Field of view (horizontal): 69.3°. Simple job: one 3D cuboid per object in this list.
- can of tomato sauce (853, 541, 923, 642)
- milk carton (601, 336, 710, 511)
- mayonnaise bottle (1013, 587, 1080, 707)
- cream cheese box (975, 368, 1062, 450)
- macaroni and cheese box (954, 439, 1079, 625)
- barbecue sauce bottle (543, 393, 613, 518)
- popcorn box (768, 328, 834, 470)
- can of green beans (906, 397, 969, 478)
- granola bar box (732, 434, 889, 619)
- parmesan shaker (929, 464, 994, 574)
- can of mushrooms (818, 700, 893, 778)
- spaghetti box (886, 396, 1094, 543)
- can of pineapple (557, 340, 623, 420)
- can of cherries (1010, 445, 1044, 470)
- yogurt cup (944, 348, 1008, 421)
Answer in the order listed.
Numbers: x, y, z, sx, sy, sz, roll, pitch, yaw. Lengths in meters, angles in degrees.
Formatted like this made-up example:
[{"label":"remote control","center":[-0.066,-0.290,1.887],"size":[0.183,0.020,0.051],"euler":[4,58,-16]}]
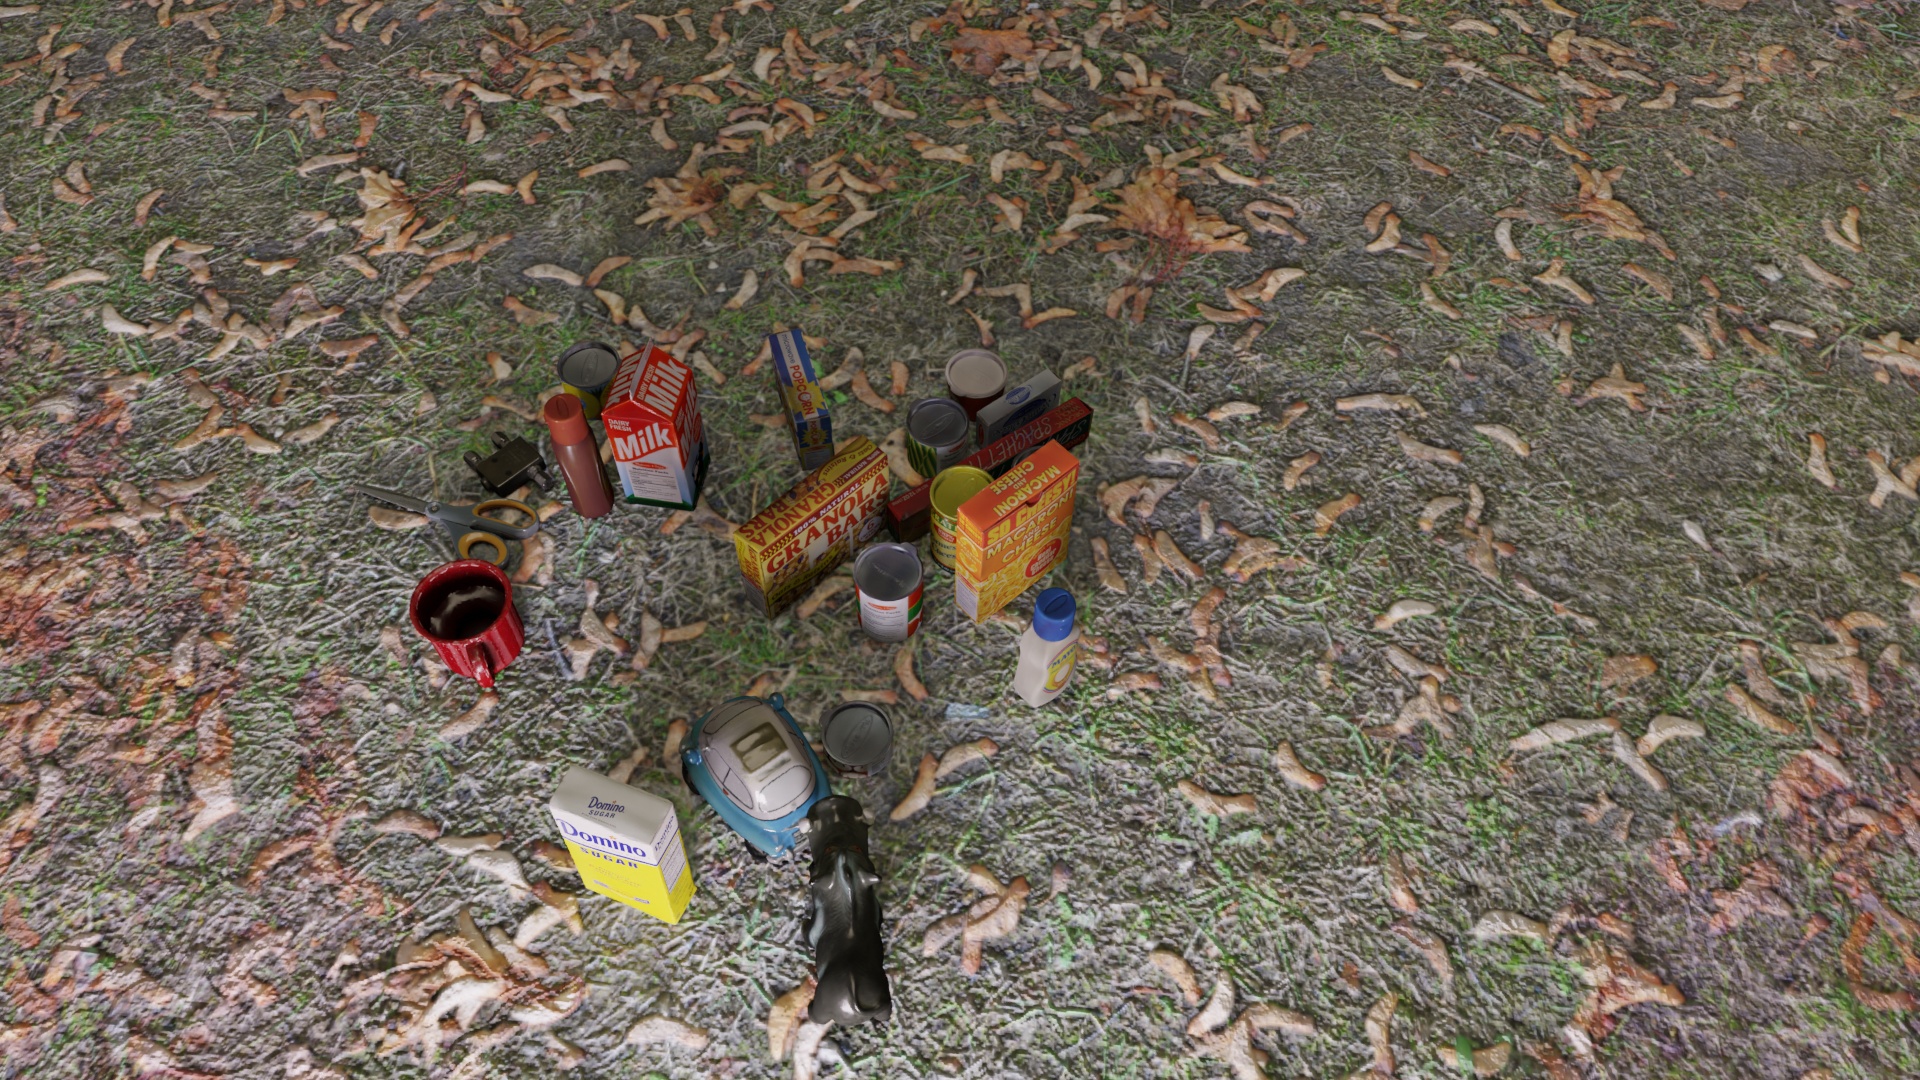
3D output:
[{"label":"can of tomato sauce","center":[-0.068,0.050,1.343],"size":[0.071,0.082,0.071],"euler":[1,57,-1]},{"label":"milk carton","center":[-0.303,-0.115,1.381],"size":[0.073,0.189,0.073],"euler":[8,57,4]},{"label":"mayonnaise bottle","center":[0.082,0.096,1.277],"size":[0.065,0.147,0.041],"euler":[-38,65,-23]},{"label":"cream cheese box","center":[0.061,-0.138,1.489],"size":[0.104,0.053,0.024],"euler":[-33,63,-21]},{"label":"macaroni and cheese box","center":[0.053,-0.005,1.333],"size":[0.124,0.165,0.040],"euler":[-36,64,-22]},{"label":"barbecue sauce bottle","center":[-0.382,-0.087,1.386],"size":[0.044,0.147,0.065],"euler":[-18,59,-13]},{"label":"popcorn box","center":[-0.168,-0.150,1.471],"size":[0.038,0.084,0.127],"euler":[-14,58,-10]},{"label":"can of green beans","center":[-0.024,-0.108,1.464],"size":[0.071,0.057,0.071],"euler":[1,56,-1]},{"label":"granola bar box","center":[-0.140,-0.012,1.357],"size":[0.039,0.123,0.166],"euler":[40,64,22]},{"label":"parmesan shaker","center":[0.005,-0.017,1.377],"size":[0.071,0.102,0.071],"euler":[1,57,-1]},{"label":"can of mushrooms","center":[-0.097,0.183,1.283],"size":[0.071,0.033,0.071],"euler":[1,56,-1]},{"label":"spaghetti box","center":[0.033,-0.074,1.447],"size":[0.251,0.050,0.029],"euler":[-31,62,-20]},{"label":"can of pineapple","center":[-0.394,-0.171,1.496],"size":[0.071,0.057,0.071],"euler":[1,56,-1]},{"label":"can of cherries","center":[0.084,-0.052,1.429],"size":[0.071,0.058,0.072],"euler":[1,56,-1]},{"label":"yogurt cup","center":[0.017,-0.166,1.506],"size":[0.072,0.053,0.073],"euler":[1,56,-1]}]
